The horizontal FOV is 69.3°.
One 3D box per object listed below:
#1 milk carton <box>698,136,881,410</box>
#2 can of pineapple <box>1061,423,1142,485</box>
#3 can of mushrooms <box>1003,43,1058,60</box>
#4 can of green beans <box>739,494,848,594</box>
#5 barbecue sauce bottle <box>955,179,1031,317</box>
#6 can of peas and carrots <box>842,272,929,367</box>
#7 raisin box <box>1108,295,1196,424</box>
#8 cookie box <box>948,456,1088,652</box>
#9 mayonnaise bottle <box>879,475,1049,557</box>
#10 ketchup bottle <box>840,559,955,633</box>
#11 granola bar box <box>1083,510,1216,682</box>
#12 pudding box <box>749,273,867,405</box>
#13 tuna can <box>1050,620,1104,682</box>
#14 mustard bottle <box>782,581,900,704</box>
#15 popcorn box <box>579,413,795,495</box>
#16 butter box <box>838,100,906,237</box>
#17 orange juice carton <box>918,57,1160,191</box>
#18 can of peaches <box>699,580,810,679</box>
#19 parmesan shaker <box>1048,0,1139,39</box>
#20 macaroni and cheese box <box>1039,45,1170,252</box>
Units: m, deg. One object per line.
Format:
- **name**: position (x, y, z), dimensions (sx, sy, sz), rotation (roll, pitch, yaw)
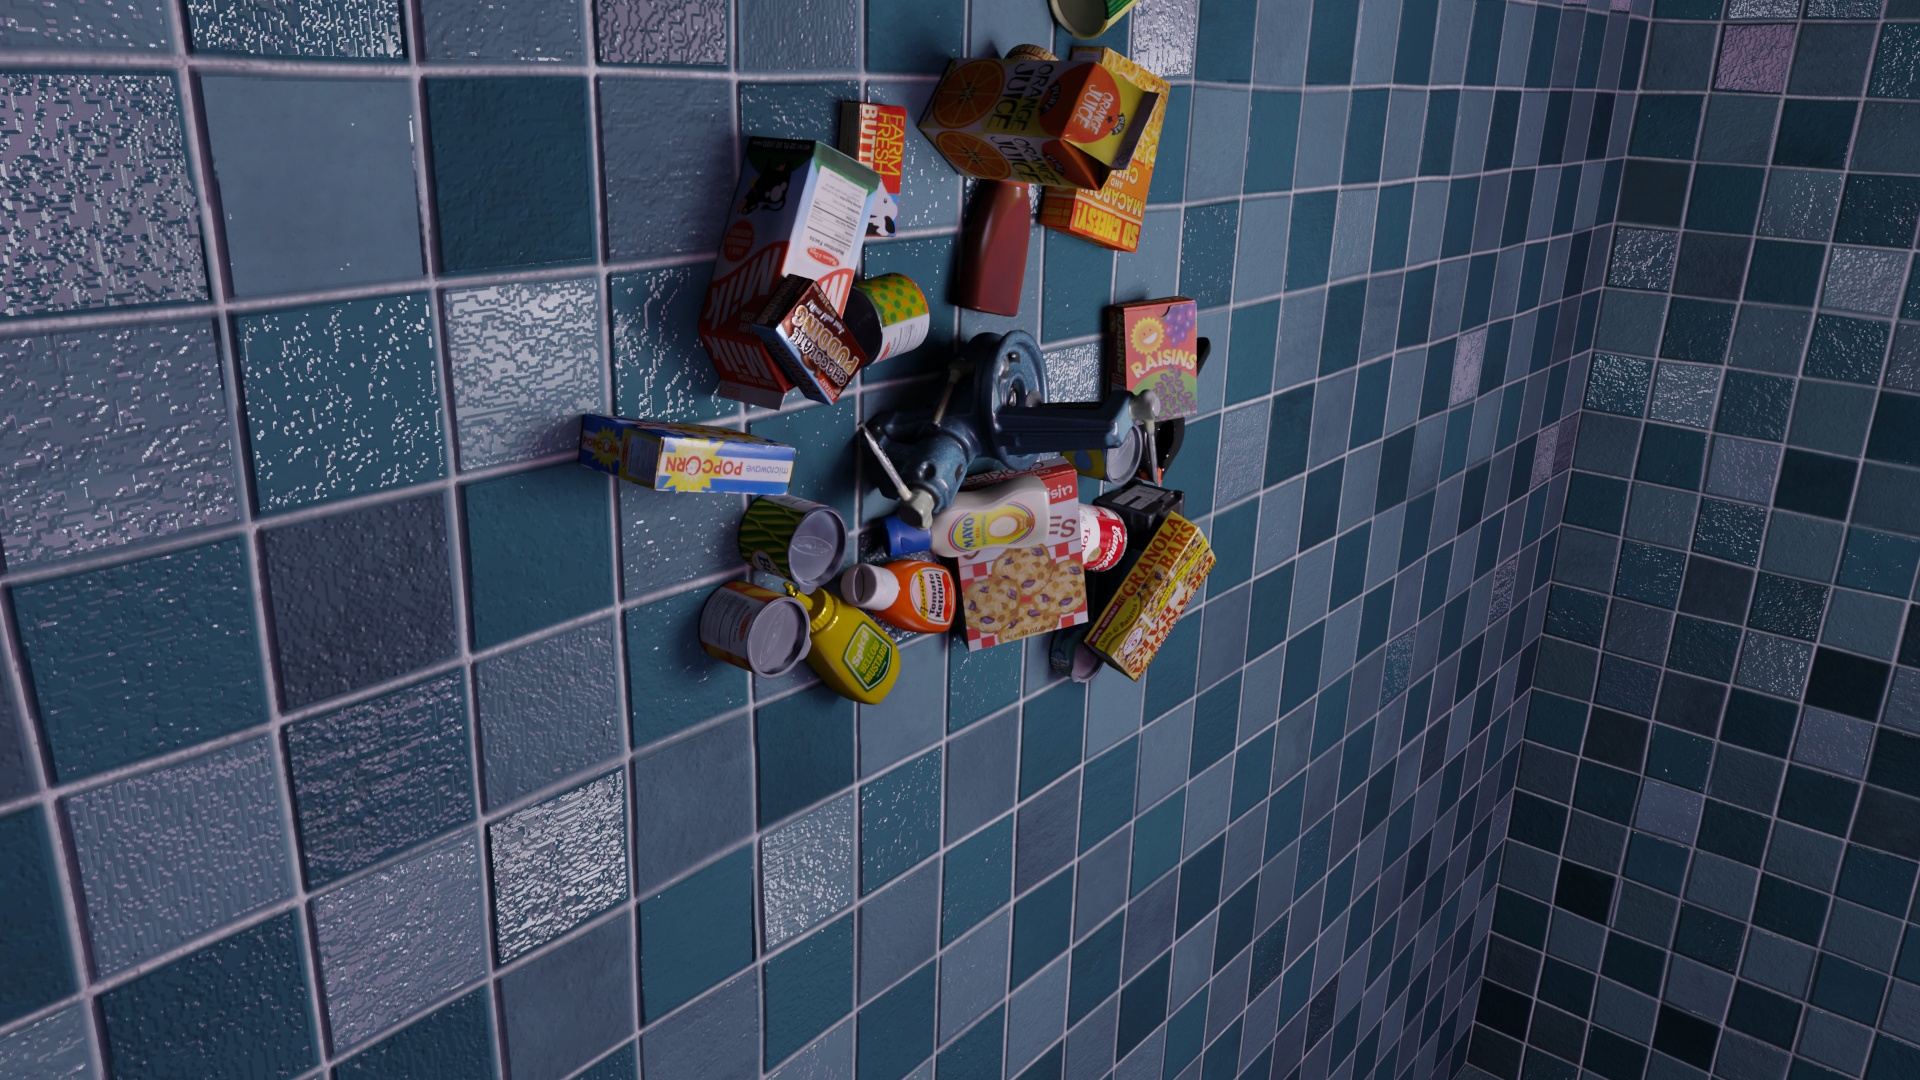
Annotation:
- **milk carton**: position (-0.131, -0.192, 1.020), dimensions (0.073, 0.072, 0.190), rotation (14, 91, -52)
- **can of pineapple**: position (0.144, -0.096, 1.419), dimensions (0.071, 0.058, 0.070), rotation (-23, 121, -46)
- **can of mushrooms**: position (0.059, -0.391, 1.191), dimensions (0.033, 0.071, 0.070), rotation (-56, 140, -23)
- **can of green beans**: position (-0.132, -0.001, 1.100), dimensions (0.071, 0.058, 0.071), rotation (-23, 121, -46)
- **barbecue sauce bottle**: position (0.036, -0.275, 1.225), dimensions (0.065, 0.044, 0.148), rotation (0, 103, -52)
- **can of peas and carrots**: position (-0.069, -0.179, 1.111), dimensions (0.059, 0.071, 0.070), rotation (-27, 124, -44)
- **raisin box**: position (0.199, -0.186, 1.439), dimensions (0.086, 0.040, 0.123), rotation (-10, 109, -20)
- **cookie box**: position (0.053, 0.013, 1.308), dimensions (0.123, 0.040, 0.166), rotation (-13, 119, -12)
- **mayonnaise bottle**: position (0.004, -0.015, 1.227), dimensions (0.148, 0.041, 0.064), rotation (-11, 123, -14)
- **ketchup bottle**: position (-0.053, 0.046, 1.206), dimensions (0.149, 0.043, 0.065), rotation (16, 70, -64)
- **granola bar box**: position (0.206, 0.063, 1.478), dimensions (0.165, 0.039, 0.124), rotation (-56, 155, -5)
- **pudding box**: position (-0.107, -0.141, 0.982), dimensions (0.050, 0.030, 0.083), rotation (-55, 138, -19)
- **tuna can**: position (0.127, 0.119, 1.498), dimensions (0.071, 0.033, 0.070), rotation (-24, 121, -46)
- **mustard bottle**: position (-0.107, 0.081, 1.171), dimensions (0.159, 0.049, 0.065), rotation (52, 57, -48)
- **popcorn box**: position (-0.191, -0.060, 0.980), dimensions (0.127, 0.085, 0.038), rotation (1, 103, -52)
- **butter box**: position (-0.072, -0.292, 1.096), dimensions (0.053, 0.024, 0.103), rotation (-11, 112, -49)
- **orange juice carton**: position (0.068, -0.335, 1.118), dimensions (0.073, 0.193, 0.072), rotation (37, 75, -51)
- **can of peaches**: position (-0.161, 0.070, 1.091), dimensions (0.071, 0.058, 0.071), rotation (-23, 121, -47)
- **parmesan shaker**: position (0.134, -0.503, 1.242), dimensions (0.103, 0.071, 0.071), rotation (-47, 136, -30)
- **macaroni and cheese box**: position (0.138, -0.369, 1.323), dimensions (0.124, 0.040, 0.166), rotation (3, 100, -53)
